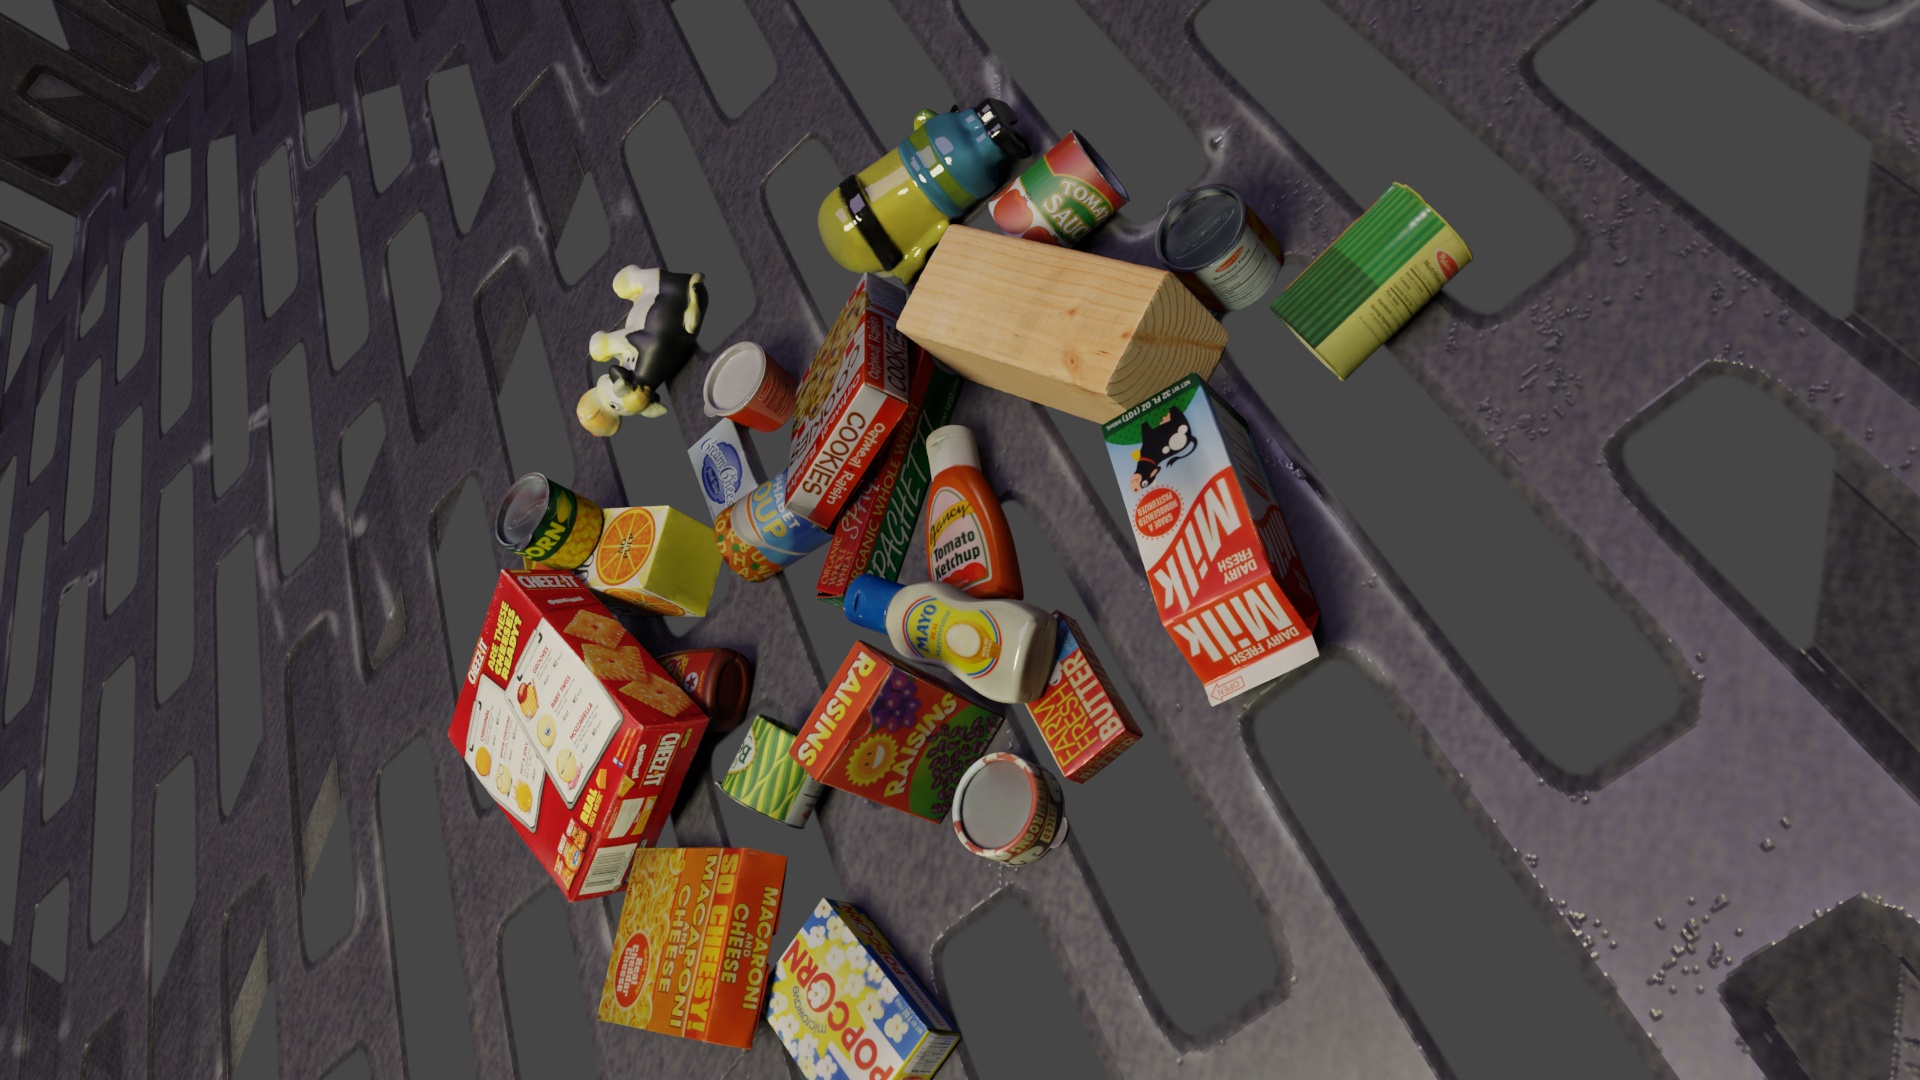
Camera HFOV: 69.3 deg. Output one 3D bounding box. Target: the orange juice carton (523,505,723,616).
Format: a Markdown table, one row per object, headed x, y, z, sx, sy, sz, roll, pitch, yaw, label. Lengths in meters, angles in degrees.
| x | y | z | sx | sy | sz | roll | pitch | yaw | label |
| --- | --- | --- | --- | --- | --- | --- | --- | --- | --- |
| -0.295 | 0.019 | 1.177 | 0.192 | 0.071 | 0.073 | -1 | 67 | 38 | orange juice carton |

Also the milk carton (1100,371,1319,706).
| x | y | z | sx | sy | sz | roll | pitch | yaw | label |
| --- | --- | --- | --- | --- | --- | --- | --- | --- | --- |
| 0.153 | 0.002 | 0.830 | 0.072 | 0.073 | 0.191 | -30 | 53 | 24 | milk carton |

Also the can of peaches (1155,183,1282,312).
| x | y | z | sx | sy | sz | roll | pitch | yaw | label |
| --- | --- | --- | --- | --- | --- | --- | --- | --- | --- |
| 0.171 | -0.195 | 0.924 | 0.071 | 0.058 | 0.071 | -18 | 58 | 32 | can of peaches |

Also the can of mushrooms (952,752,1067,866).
| x | y | z | sx | sy | sz | roll | pitch | yaw | label |
| --- | --- | --- | --- | --- | --- | --- | --- | --- | --- |
| 0.031 | 0.169 | 0.870 | 0.071 | 0.033 | 0.071 | -18 | 57 | 31 | can of mushrooms |

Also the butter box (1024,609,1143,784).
| x | y | z | sx | sy | sz | roll | pitch | yaw | label |
| --- | --- | --- | --- | --- | --- | --- | --- | --- | --- |
| 0.069 | 0.099 | 0.881 | 0.053 | 0.024 | 0.104 | -42 | 48 | 15 | butter box |

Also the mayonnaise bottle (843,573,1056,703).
| x | y | z | sx | sy | sz | roll | pitch | yaw | label |
| --- | --- | --- | --- | --- | --- | --- | --- | --- | --- |
| -0.010 | 0.057 | 0.903 | 0.148 | 0.041 | 0.064 | 16 | 97 | 34 | mayonnaise bottle |

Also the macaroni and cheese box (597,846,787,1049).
| x | y | z | sx | sy | sz | roll | pitch | yaw | label |
| --- | --- | --- | --- | --- | --- | --- | --- | --- | --- |
| -0.185 | 0.275 | 0.955 | 0.166 | 0.040 | 0.124 | -17 | 58 | 51 | macaroni and cheese box |

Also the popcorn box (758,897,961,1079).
| x | y | z | sx | sy | sz | roll | pitch | yaw | label |
| --- | --- | --- | --- | --- | --- | --- | --- | --- | --- |
| -0.067 | 0.300 | 0.878 | 0.085 | 0.038 | 0.127 | -55 | 47 | 5 | popcorn box |

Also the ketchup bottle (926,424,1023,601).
| x | y | z | sx | sy | sz | roll | pitch | yaw | label |
| --- | --- | --- | --- | --- | --- | --- | --- | --- | --- |
| 0.003 | -0.012 | 0.976 | 0.064 | 0.043 | 0.149 | -31 | 52 | 29 | ketchup bottle |

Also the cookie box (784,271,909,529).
| x | y | z | sx | sy | sz | roll | pitch | yaw | label |
| --- | --- | --- | --- | --- | --- | --- | --- | --- | --- |
| -0.083 | -0.106 | 1.035 | 0.122 | 0.040 | 0.168 | -54 | 23 | 30 | cookie box |

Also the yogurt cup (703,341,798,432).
| x | y | z | sx | sy | sz | roll | pitch | yaw | label |
| --- | --- | --- | --- | --- | --- | --- | --- | --- | --- |
| -0.173 | -0.126 | 1.165 | 0.072 | 0.054 | 0.072 | -17 | 59 | 31 | yogurt cup |

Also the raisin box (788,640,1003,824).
| x | y | z | sx | sy | sz | roll | pitch | yaw | label |
| --- | --- | --- | --- | --- | --- | --- | --- | --- | --- |
| -0.039 | 0.125 | 0.886 | 0.040 | 0.123 | 0.086 | 32 | 90 | 44 | raisin box |

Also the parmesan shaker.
| x | y | z | sx | sy | sz | roll | pitch | yaw | label |
| --- | --- | --- | --- | --- | --- | --- | --- | --- | --- |
| 0.245 | -0.157 | 0.837 | 0.103 | 0.071 | 0.071 | -44 | 48 | 12 | parmesan shaker |

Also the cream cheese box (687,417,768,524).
| x | y | z | sx | sy | sz | roll | pitch | yaw | label |
| --- | --- | --- | --- | --- | --- | --- | --- | --- | --- |
| -0.192 | -0.054 | 1.165 | 0.053 | 0.024 | 0.104 | -40 | 49 | 14 | cream cheese box |

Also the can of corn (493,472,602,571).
| x | y | z | sx | sy | sz | roll | pitch | yaw | label |
| --- | --- | --- | --- | --- | --- | --- | --- | --- | --- |
| -0.336 | -0.012 | 1.135 | 0.071 | 0.058 | 0.071 | -17 | 58 | 31 | can of corn |

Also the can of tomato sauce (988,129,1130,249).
| x | y | z | sx | sy | sz | roll | pitch | yaw | label |
| --- | --- | --- | --- | --- | --- | --- | --- | --- | --- |
| 0.073 | -0.249 | 1.024 | 0.083 | 0.071 | 0.071 | -37 | 50 | 20 | can of tomato sauce |

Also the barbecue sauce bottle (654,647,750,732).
| x | y | z | sx | sy | sz | roll | pitch | yaw | label |
| --- | --- | --- | --- | --- | --- | --- | --- | --- | --- |
| -0.232 | 0.119 | 1.097 | 0.148 | 0.043 | 0.065 | -6 | 67 | 37 | barbecue sauce bottle |

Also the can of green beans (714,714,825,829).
| x | y | z | sx | sy | sz | roll | pitch | yaw | label |
| --- | --- | --- | --- | --- | --- | --- | --- | --- | --- |
| -0.126 | 0.162 | 0.975 | 0.071 | 0.071 | 0.058 | 21 | 82 | 43 | can of green beans |

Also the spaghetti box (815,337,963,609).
| x | y | z | sx | sy | sz | roll | pitch | yaw | label |
| --- | --- | --- | --- | --- | --- | --- | --- | --- | --- |
| -0.044 | -0.065 | 1.036 | 0.028 | 0.050 | 0.250 | 6 | 73 | 42 | spaghetti box |

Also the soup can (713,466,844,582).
| x | y | z | sx | sy | sz | roll | pitch | yaw | label |
| --- | --- | --- | --- | --- | --- | --- | --- | --- | --- |
| -0.141 | -0.015 | 1.072 | 0.083 | 0.071 | 0.071 | -30 | 53 | 24 | soup can |
